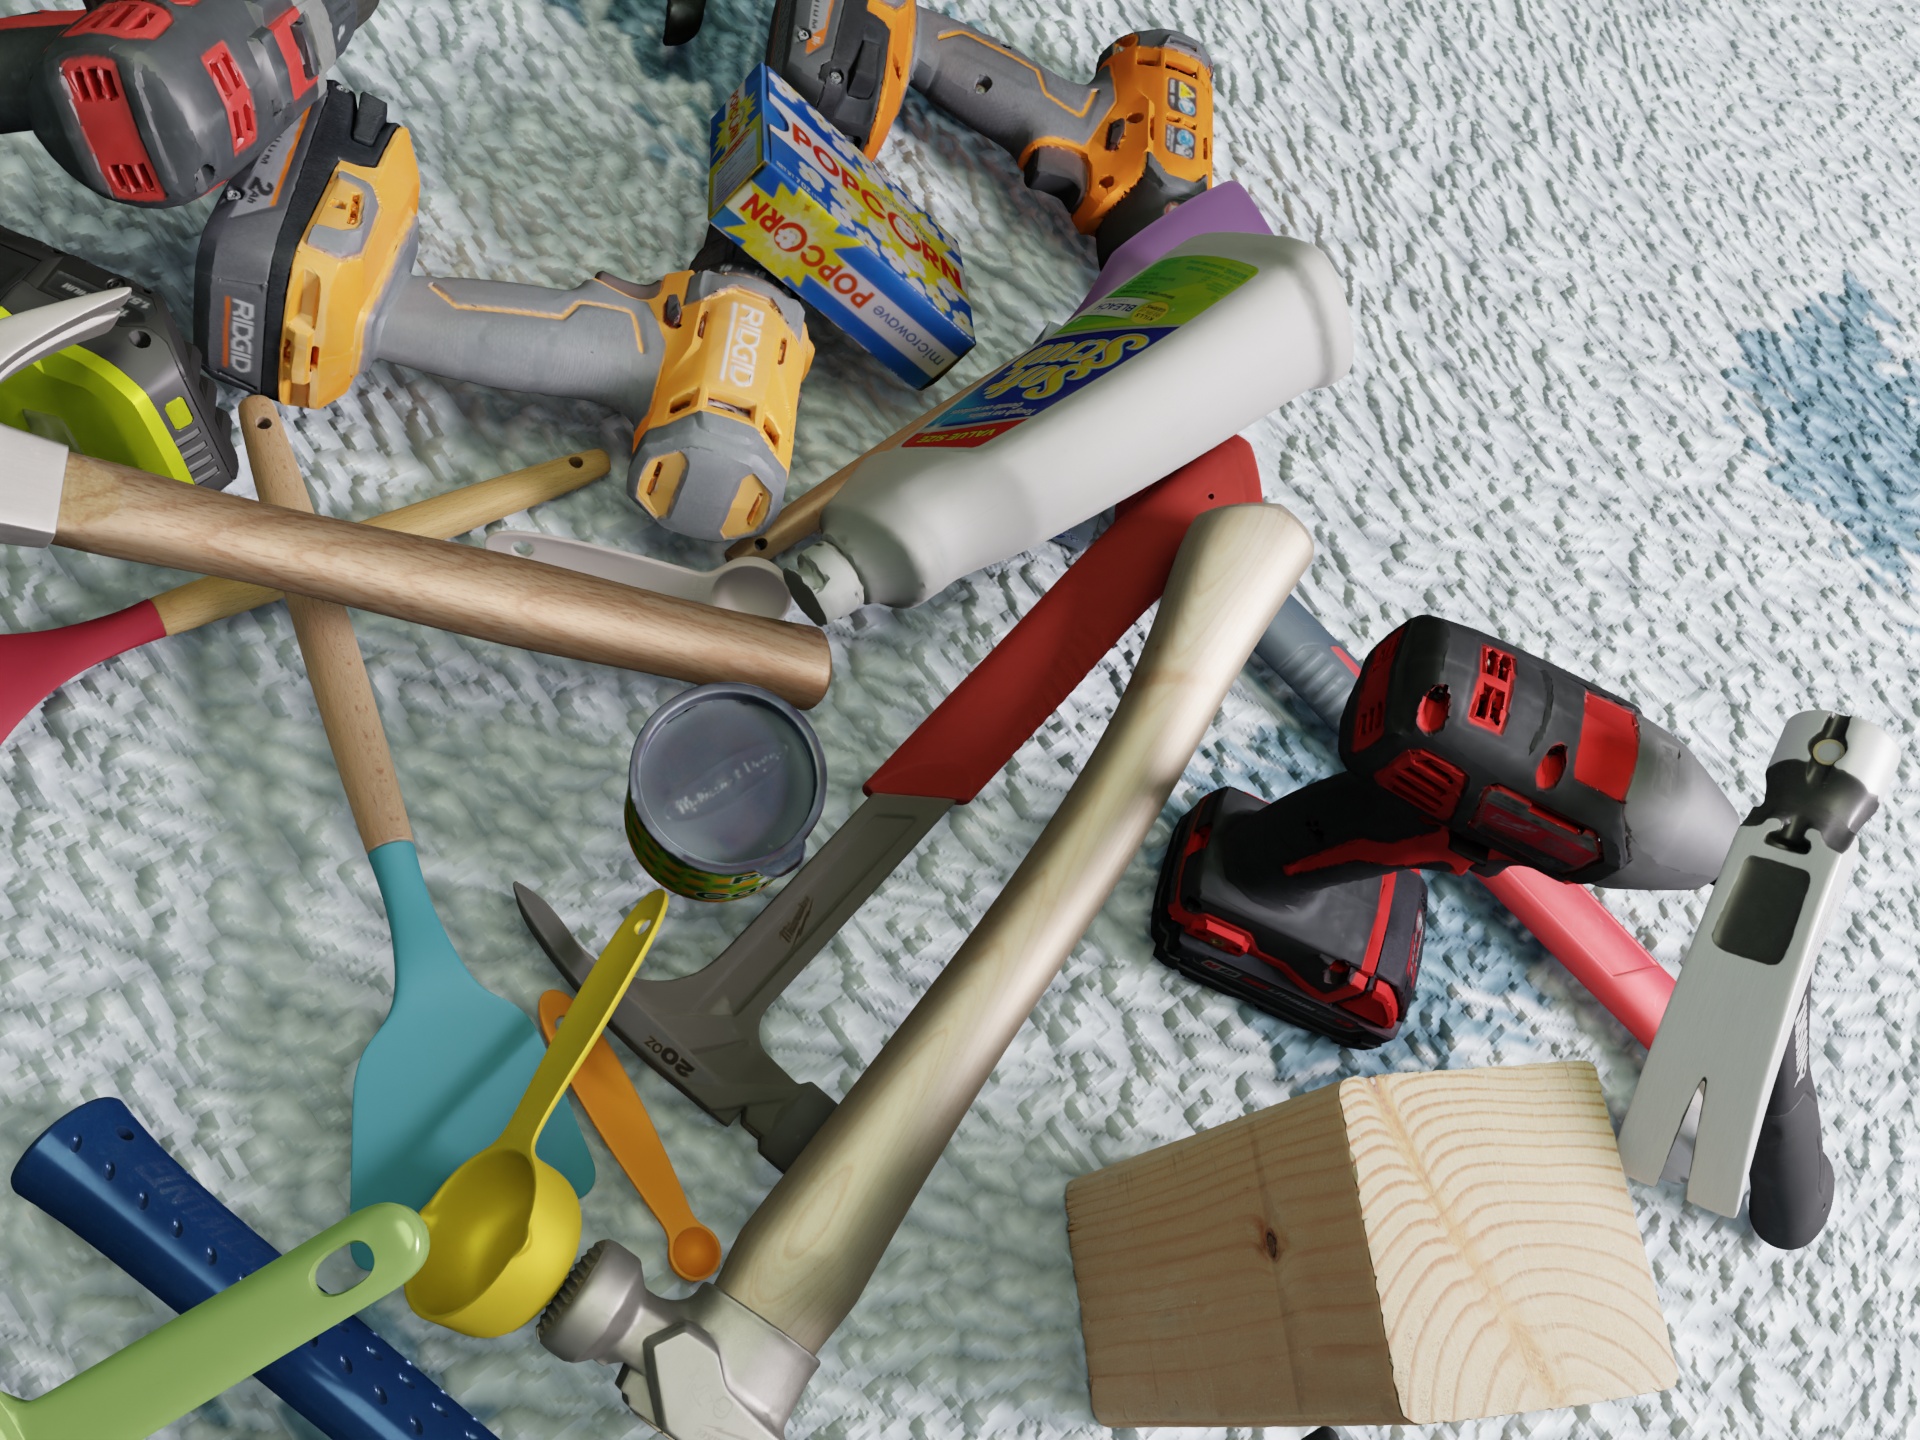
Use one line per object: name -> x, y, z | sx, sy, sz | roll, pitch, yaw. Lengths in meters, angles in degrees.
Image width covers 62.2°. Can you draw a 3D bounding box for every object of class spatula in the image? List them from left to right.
spatula -> -0.211, 0.026, 0.563 | 0.082, 0.044, 0.318 | -14, 73, -27
spatula -> 0.026, -0.152, 0.716 | 0.316, 0.018, 0.059 | -36, 97, -18

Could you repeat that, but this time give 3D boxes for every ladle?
ladle -> -0.270, -0.046, 0.589 | 0.315, 0.031, 0.069 | -27, 74, -29

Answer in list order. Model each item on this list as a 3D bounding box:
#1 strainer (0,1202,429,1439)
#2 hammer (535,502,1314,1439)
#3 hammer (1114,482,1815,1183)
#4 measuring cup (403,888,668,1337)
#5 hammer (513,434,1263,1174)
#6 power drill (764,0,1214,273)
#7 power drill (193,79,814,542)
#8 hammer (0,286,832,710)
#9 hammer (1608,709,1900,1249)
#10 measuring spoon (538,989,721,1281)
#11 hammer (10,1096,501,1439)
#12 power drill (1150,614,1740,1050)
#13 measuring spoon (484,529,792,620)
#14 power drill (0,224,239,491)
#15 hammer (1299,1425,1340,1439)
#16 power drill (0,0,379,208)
strainer -> -0.260, 0.207, 0.433 | 0.256, 0.069, 0.151 | -29, 79, -14
hammer -> 0.032, 0.082, 0.582 | 0.146, 0.038, 0.411 | 39, 67, -8
hammer -> 0.223, 0.019, 0.728 | 0.386, 0.038, 0.143 | 46, 59, 5
measuring cup -> -0.128, 0.128, 0.528 | 0.029, 0.062, 0.157 | 49, 52, -34
hammer -> -0.001, -0.002, 0.636 | 0.149, 0.036, 0.359 | 42, 68, 2
power drill -> 0.019, -0.283, 0.770 | 0.226, 0.084, 0.164 | 12, 65, -18
power drill -> -0.170, -0.180, 0.653 | 0.226, 0.084, 0.186 | 16, 51, -16
hammer -> -0.184, -0.050, 0.549 | 0.331, 0.031, 0.130 | 12, 72, -39
hammer -> 0.292, 0.138, 0.571 | 0.035, 0.334, 0.146 | 19, 71, 36
measuring spoon -> -0.120, 0.147, 0.565 | 0.021, 0.011, 0.117 | -20, 71, -45
hammer -> -0.118, 0.251, 0.471 | 0.405, 0.144, 0.035 | 36, 103, 5
power drill -> 0.172, 0.049, 0.590 | 0.143, 0.219, 0.079 | 24, 61, -8
measuring spoon -> -0.130, -0.064, 0.648 | 0.124, 0.034, 0.018 | 11, 41, -10
power drill -> -0.353, -0.057, 0.511 | 0.171, 0.080, 0.223 | 23, 57, 15
hammer -> -0.084, 0.278, 0.395 | 0.409, 0.036, 0.149 | -28, 75, 3
power drill -> -0.334, -0.247, 0.574 | 0.226, 0.080, 0.188 | 2, 42, 7
